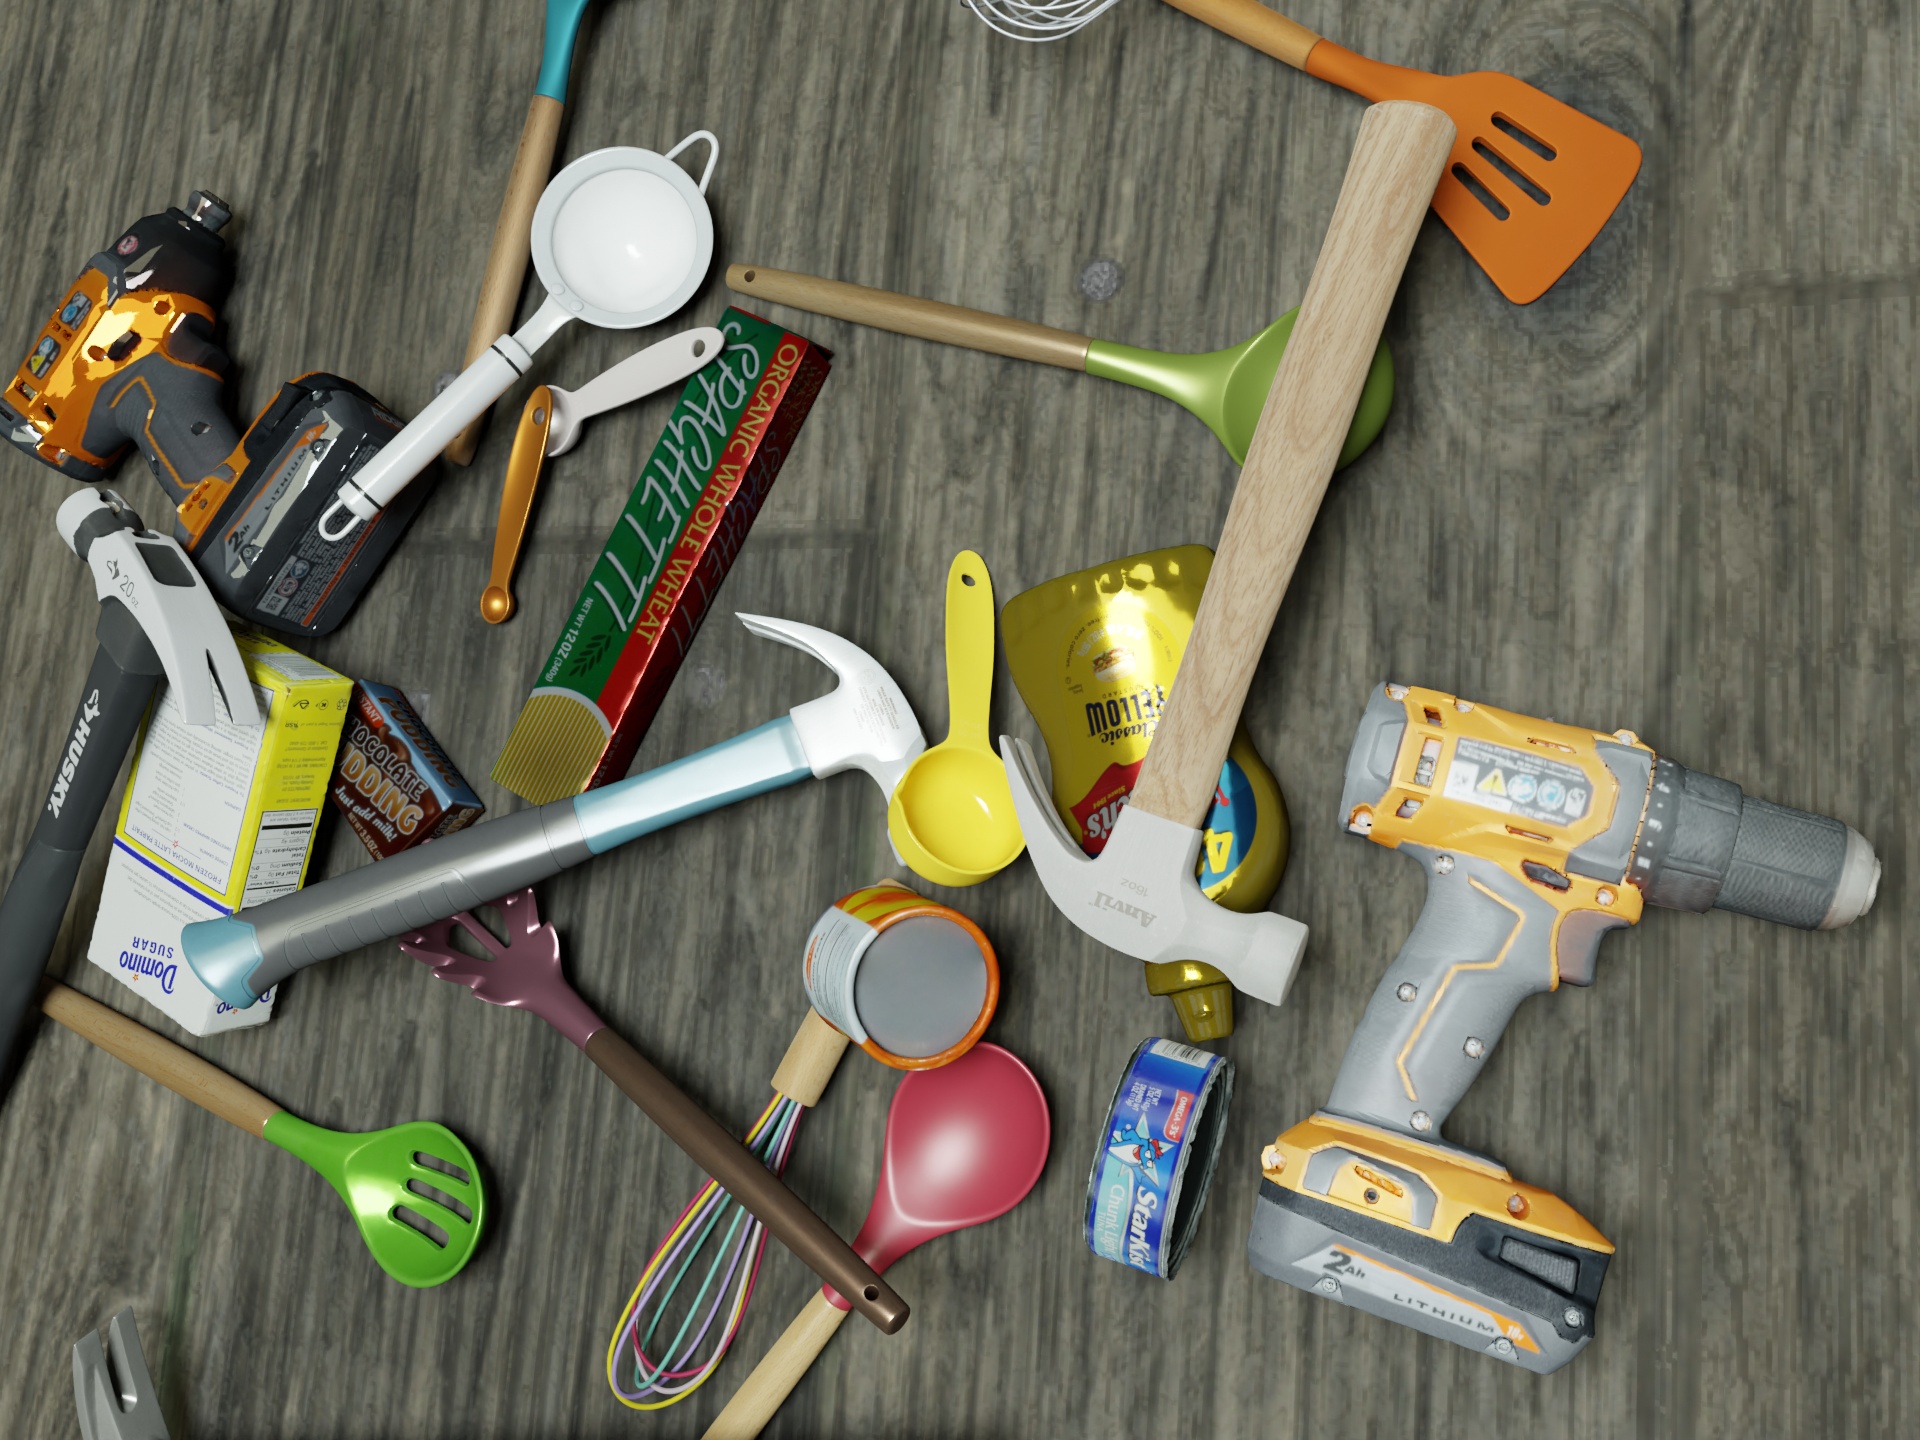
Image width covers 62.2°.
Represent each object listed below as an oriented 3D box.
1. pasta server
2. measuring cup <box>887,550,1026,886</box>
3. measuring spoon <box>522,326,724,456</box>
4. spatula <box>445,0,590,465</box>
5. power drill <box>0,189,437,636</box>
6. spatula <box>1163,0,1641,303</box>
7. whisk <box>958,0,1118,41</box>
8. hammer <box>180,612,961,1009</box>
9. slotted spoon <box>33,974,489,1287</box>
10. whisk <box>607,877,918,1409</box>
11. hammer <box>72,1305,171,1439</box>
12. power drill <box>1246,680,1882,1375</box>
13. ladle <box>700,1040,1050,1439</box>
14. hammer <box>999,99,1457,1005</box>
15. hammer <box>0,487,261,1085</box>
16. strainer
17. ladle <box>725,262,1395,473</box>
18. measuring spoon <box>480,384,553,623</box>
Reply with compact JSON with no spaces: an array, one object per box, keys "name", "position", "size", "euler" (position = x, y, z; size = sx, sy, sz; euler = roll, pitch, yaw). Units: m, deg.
[{"name":"pasta server","position":[-0.138,0.147,0.667],"size":[0.316,0.040,0.060],"euler":[33,67,31]},{"name":"measuring cup","position":[-0.001,-0.002,0.674],"size":[0.062,0.029,0.157],"euler":[12,58,-17]},{"name":"measuring spoon","position":[-0.157,-0.156,0.749],"size":[0.124,0.018,0.034],"euler":[-18,81,27]},{"name":"spatula","position":[-0.204,-0.279,0.794],"size":[0.082,0.044,0.317],"euler":[16,91,18]},{"name":"power drill","position":[-0.371,-0.161,0.796],"size":[0.227,0.084,0.164],"euler":[35,92,23]},{"name":"spatula","position":[0.136,-0.294,0.694],"size":[0.323,0.041,0.081],"euler":[39,93,23]},{"name":"whisk","position":[0.127,-0.367,0.673],"size":[0.284,0.070,0.070],"euler":[-27,74,-2]},{"name":"hammer","position":[-0.175,0.051,0.689],"size":[0.331,0.033,0.128],"euler":[-20,79,0]},{"name":"slotted spoon","position":[-0.345,0.181,0.761],"size":[0.314,0.031,0.070],"euler":[20,87,21]},{"name":"whisk","position":[-0.079,0.180,0.678],"size":[0.047,0.051,0.245],"euler":[28,86,-2]},{"name":"hammer","position":[-0.185,0.308,0.654],"size":[0.410,0.038,0.146],"euler":[-9,99,17]},{"name":"power drill","position":[0.213,0.111,0.578],"size":[0.185,0.084,0.226],"euler":[15,81,17]},{"name":"ladle","position":[-0.067,0.262,0.664],"size":[0.069,0.031,0.315],"euler":[39,95,19]},{"name":"hammer","position":[0.112,-0.072,0.594],"size":[0.130,0.031,0.331],"euler":[19,88,20]},{"name":"hammer","position":[-0.425,0.069,0.749],"size":[0.146,0.035,0.334],"euler":[40,111,28]},{"name":"strainer","position":[-0.205,-0.178,0.747],"size":[0.087,0.050,0.258],"euler":[44,83,3]},{"name":"ladle","position":[0.029,-0.168,0.689],"size":[0.320,0.062,0.078],"euler":[18,87,21]},{"name":"measuring spoon","position":[-0.210,-0.103,0.765],"size":[0.021,0.011,0.117],"euler":[16,94,31]}]
